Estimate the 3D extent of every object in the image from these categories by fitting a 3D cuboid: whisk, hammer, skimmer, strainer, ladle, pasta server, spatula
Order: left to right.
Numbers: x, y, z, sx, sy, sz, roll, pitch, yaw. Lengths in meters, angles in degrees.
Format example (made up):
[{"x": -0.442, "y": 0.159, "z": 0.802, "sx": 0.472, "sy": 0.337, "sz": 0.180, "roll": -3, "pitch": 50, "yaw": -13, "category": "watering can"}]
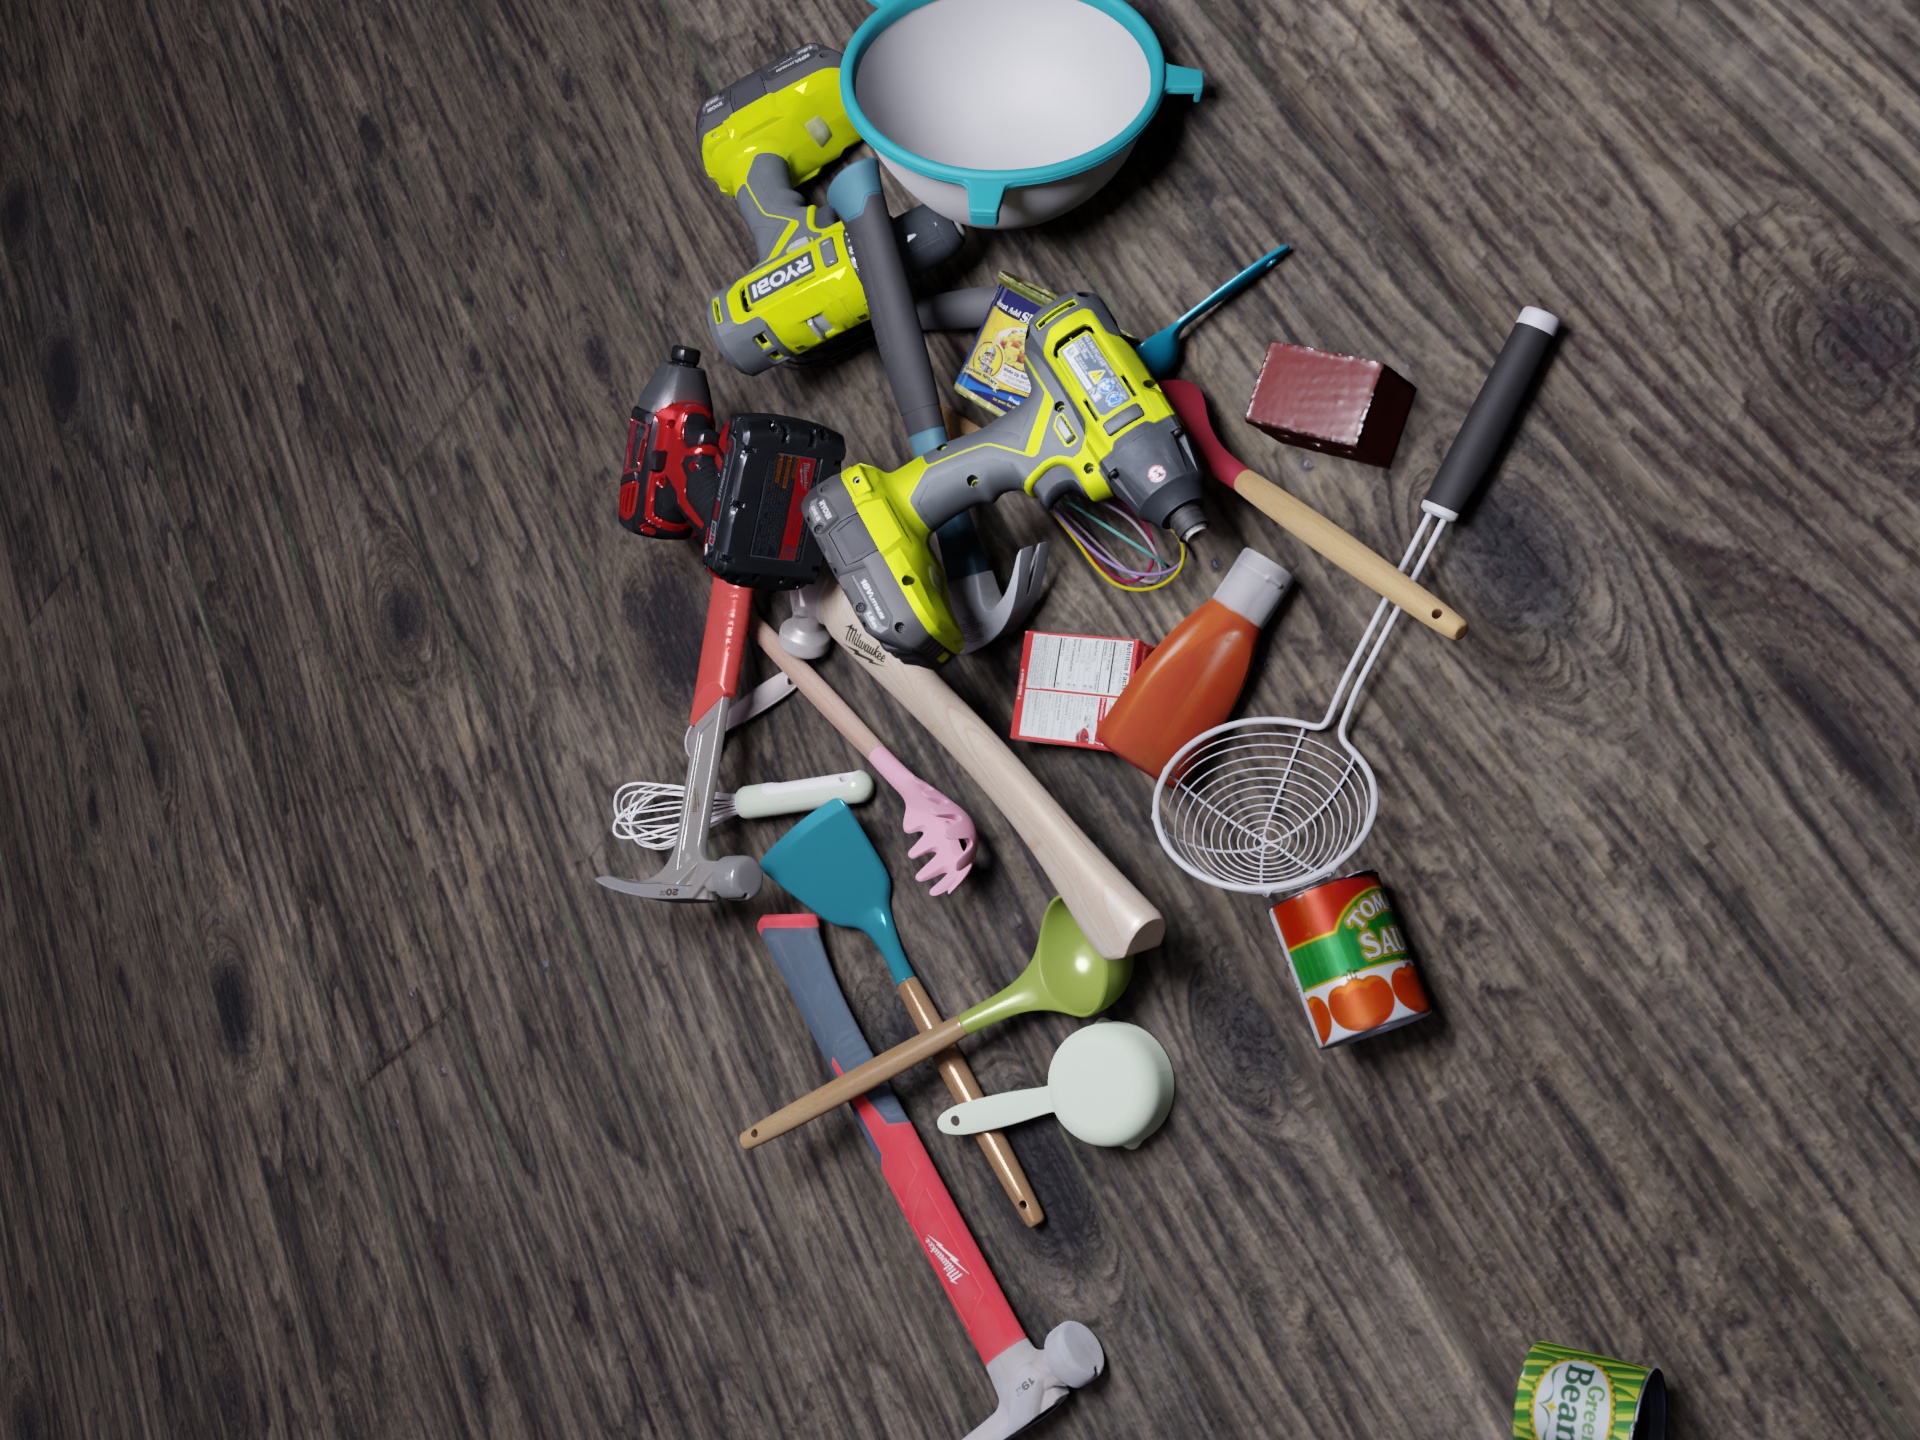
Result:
[{"x": -0.185, "y": -0.043, "z": 1.187, "sx": 0.149, "sy": 0.036, "sz": 0.359, "roll": -3, "pitch": 74, "yaw": 38, "category": "hammer"}, {"x": -0.168, "y": 0.062, "z": 1.200, "sx": 0.246, "sy": 0.058, "sz": 0.059, "roll": -9, "pitch": 113, "yaw": 31, "category": "whisk"}, {"x": -0.080, "y": 0.010, "z": 1.133, "sx": 0.317, "sy": 0.040, "sz": 0.060, "roll": 45, "pitch": 136, "yaw": 36, "category": "pasta server"}, {"x": -0.053, "y": 0.300, "z": 1.087, "sx": 0.143, "sy": 0.038, "sz": 0.387, "roll": -46, "pitch": 60, "yaw": 24, "category": "hammer"}, {"x": -0.049, "y": -0.290, "z": 1.159, "sx": 0.239, "sy": 0.055, "sz": 0.055, "roll": 2, "pitch": 85, "yaw": 32, "category": "whisk"}, {"x": -0.031, "y": 0.201, "z": 1.080, "sx": 0.082, "sy": 0.044, "sz": 0.318, "roll": -40, "pitch": 64, "yaw": 16, "category": "spatula"}, {"x": -0.028, "y": -0.207, "z": 1.068, "sx": 0.128, "sy": 0.033, "sz": 0.331, "roll": -11, "pitch": 97, "yaw": 41, "category": "hammer"}, {"x": -0.025, "y": 0.208, "z": 1.035, "sx": 0.320, "sy": 0.062, "sz": 0.078, "roll": -31, "pitch": 60, "yaw": 18, "category": "ladle"}, {"x": -0.012, "y": -0.439, "z": 1.088, "sx": 0.211, "sy": 0.095, "sz": 0.341, "roll": -36, "pitch": 63, "yaw": -18, "category": "strainer"}, {"x": -0.002, "y": -0.003, "z": 1.028, "sx": 0.411, "sy": 0.038, "sz": 0.146, "roll": 47, "pitch": 137, "yaw": 37, "category": "hammer"}, {"x": 0.056, "y": -0.153, "z": 1.065, "sx": 0.245, "sy": 0.051, "sz": 0.047, "roll": 39, "pitch": 112, "yaw": 36, "category": "whisk"}, {"x": 0.182, "y": -0.128, "z": 0.932, "sx": 0.069, "sy": 0.031, "sz": 0.316, "roll": -51, "pitch": 45, "yaw": 8, "category": "ladle"}, {"x": 0.231, "y": -0.069, "z": 0.895, "sx": 0.127, "sy": 0.090, "sz": 0.363, "roll": 34, "pitch": 104, "yaw": 37, "category": "skimmer"}]

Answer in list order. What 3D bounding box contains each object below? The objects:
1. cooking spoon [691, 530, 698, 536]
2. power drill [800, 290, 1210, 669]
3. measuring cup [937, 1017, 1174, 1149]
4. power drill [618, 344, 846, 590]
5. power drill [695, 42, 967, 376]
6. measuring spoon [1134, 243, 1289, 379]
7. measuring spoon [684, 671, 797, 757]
[{"x": -0.162, "y": -0.143, "z": 1.237, "sx": 0.319, "sy": 0.017, "sz": 0.068, "roll": 29, "pitch": 102, "yaw": 36, "category": "cooking spoon"}, {"x": 0.030, "y": -0.135, "z": 0.971, "sx": 0.223, "sy": 0.080, "sz": 0.171, "roll": -32, "pitch": 69, "yaw": 10, "category": "power drill"}, {"x": 0.051, "y": 0.239, "z": 1.003, "sx": 0.167, "sy": 0.038, "sz": 0.083, "roll": -19, "pitch": 74, "yaw": 23, "category": "measuring cup"}, {"x": -0.173, "y": -0.181, "z": 1.124, "sx": 0.220, "sy": 0.078, "sz": 0.143, "roll": 31, "pitch": 113, "yaw": 50, "category": "power drill"}, {"x": -0.101, "y": -0.378, "z": 1.157, "sx": 0.190, "sy": 0.080, "sz": 0.229, "roll": -23, "pitch": 61, "yaw": 16, "category": "power drill"}, {"x": 0.159, "y": -0.255, "z": 1.012, "sx": 0.128, "sy": 0.042, "sz": 0.021, "roll": -35, "pitch": 84, "yaw": 20, "category": "measuring spoon"}, {"x": -0.162, "y": -0.006, "z": 1.225, "sx": 0.124, "sy": 0.018, "sz": 0.034, "roll": -32, "pitch": 61, "yaw": 21, "category": "measuring spoon"}]
